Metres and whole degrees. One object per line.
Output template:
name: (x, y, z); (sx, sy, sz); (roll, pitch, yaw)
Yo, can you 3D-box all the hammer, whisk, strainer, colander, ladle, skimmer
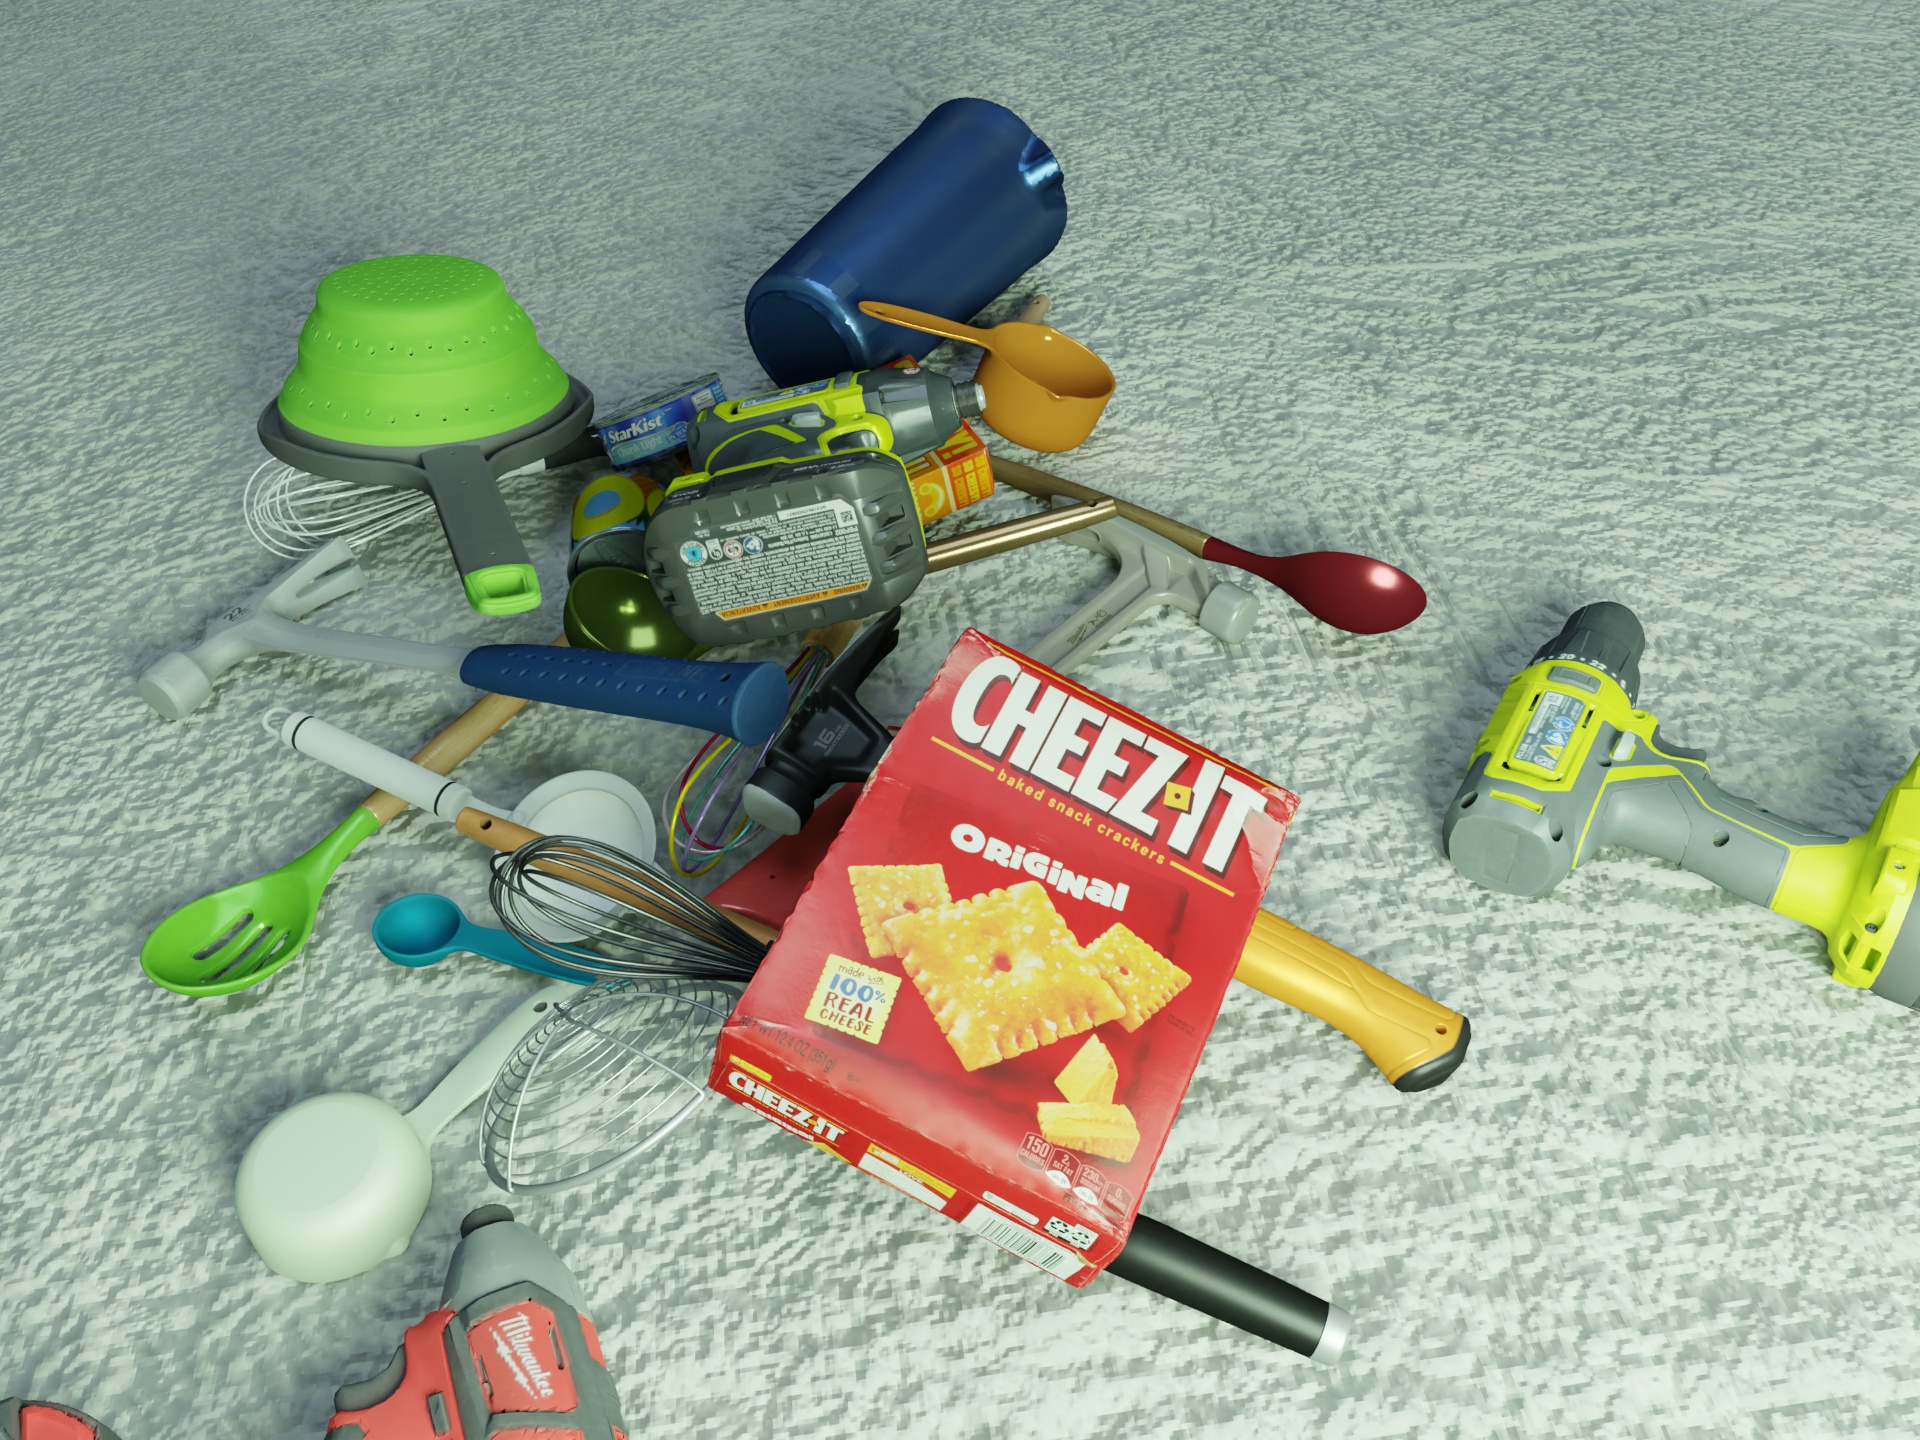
hammer: (0.074, 0.066, 0.728); (0.337, 0.034, 0.127); (27, 58, 11)
hammer: (-0.001, -0.003, 0.852); (0.149, 0.036, 0.359); (31, 54, 30)
whisk: (-0.083, -0.021, 0.815); (0.051, 0.047, 0.245); (-15, 37, 47)
whisk: (-0.309, -0.161, 1.020); (0.284, 0.070, 0.070); (-17, 46, -20)
strainer: (-0.246, 0.043, 0.798); (0.258, 0.050, 0.087); (22, 76, 15)
colander: (-0.302, -0.187, 0.927); (0.204, 0.094, 0.398); (-12, 36, -21)
ladle: (0.127, -0.113, 0.948); (0.316, 0.069, 0.031); (26, 70, 33)
hammer: (-0.258, -0.035, 0.836); (0.406, 0.035, 0.144); (8, 43, 31)
whisk: (-0.081, 0.102, 0.659); (0.239, 0.055, 0.055); (21, 46, -8)
skimmer: (-0.026, 0.197, 0.658); (0.363, 0.090, 0.127); (21, 37, 9)
ladle: (-0.065, -0.087, 0.901); (0.320, 0.062, 0.078); (-16, 51, -3)

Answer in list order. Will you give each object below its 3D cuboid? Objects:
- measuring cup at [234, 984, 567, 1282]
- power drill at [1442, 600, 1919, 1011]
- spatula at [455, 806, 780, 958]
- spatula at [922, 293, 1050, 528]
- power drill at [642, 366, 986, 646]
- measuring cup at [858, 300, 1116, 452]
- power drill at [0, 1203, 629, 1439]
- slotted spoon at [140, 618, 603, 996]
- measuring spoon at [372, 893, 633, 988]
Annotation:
measuring cup: (-0.239, 0.166, 0.695); (0.083, 0.038, 0.167); (27, 55, 27)
power drill: (0.371, 0.030, 0.769); (0.229, 0.080, 0.191); (20, 50, 26)
spatula: (-0.082, 0.101, 0.718); (0.322, 0.041, 0.081); (22, 66, 5)
spatula: (-0.004, -0.201, 1.062); (0.060, 0.018, 0.316); (14, 48, 20)
power drill: (-0.074, -0.131, 0.851); (0.171, 0.080, 0.223); (-11, 28, 9)
measuring cup: (0.011, -0.223, 1.023); (0.173, 0.052, 0.095); (14, 39, -13)
power drill: (-0.236, 0.267, 0.572); (0.219, 0.078, 0.143); (-17, 47, -17)
slotted spoon: (-0.291, 0.036, 0.839); (0.070, 0.031, 0.314); (21, 48, 23)
measuring spoon: (-0.219, 0.115, 0.766); (0.128, 0.021, 0.042); (14, 39, 4)
